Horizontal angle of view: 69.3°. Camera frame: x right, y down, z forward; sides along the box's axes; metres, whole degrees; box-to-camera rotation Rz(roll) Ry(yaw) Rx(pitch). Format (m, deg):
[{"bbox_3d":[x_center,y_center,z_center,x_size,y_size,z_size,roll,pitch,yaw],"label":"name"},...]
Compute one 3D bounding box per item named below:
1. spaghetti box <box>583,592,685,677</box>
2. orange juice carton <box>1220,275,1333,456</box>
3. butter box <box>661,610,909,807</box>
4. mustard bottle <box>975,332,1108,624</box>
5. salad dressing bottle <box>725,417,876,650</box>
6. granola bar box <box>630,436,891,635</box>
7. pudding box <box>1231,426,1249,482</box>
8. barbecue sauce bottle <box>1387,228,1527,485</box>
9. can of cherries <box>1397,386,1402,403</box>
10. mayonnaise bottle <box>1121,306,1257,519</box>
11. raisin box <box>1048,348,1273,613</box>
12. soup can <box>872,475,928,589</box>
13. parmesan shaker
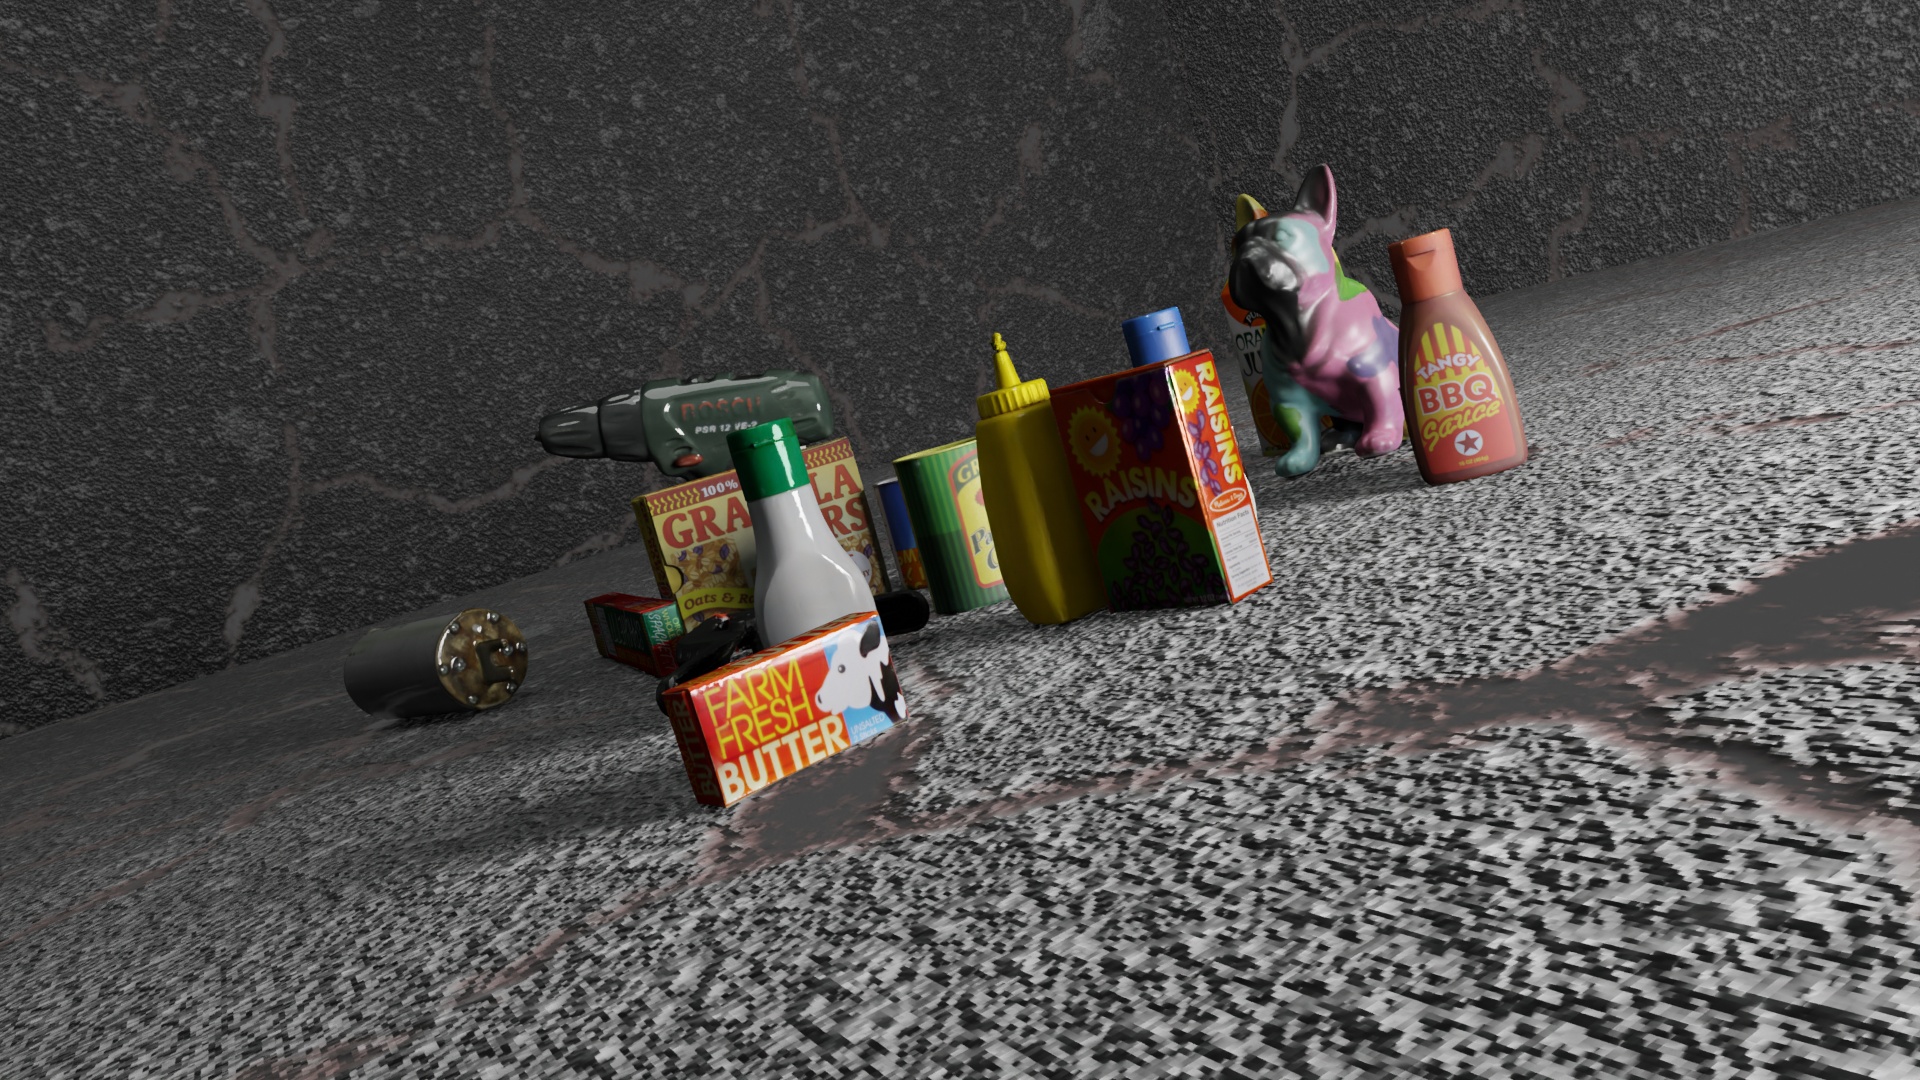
[{"bbox_3d":[-0.251,0.070,1.066,0.029,0.050,0.250,-19,7,-23],"label":"spaghetti box"},{"bbox_3d":[0.288,-0.176,1.207,0.073,0.192,0.071,-20,7,-33],"label":"orange juice carton"},{"bbox_3d":[-0.073,0.071,0.600,0.104,0.053,0.024,-21,8,-38],"label":"butter box"},{"bbox_3d":[0.041,-0.036,0.761,0.065,0.160,0.048,-20,7,-35],"label":"mustard bottle"},{"bbox_3d":[-0.087,0.009,0.746,0.064,0.147,0.044,-17,6,-6],"label":"salad dressing bottle"},{"bbox_3d":[-0.145,0.004,1.038,0.166,0.124,0.039,-19,7,-26],"label":"granola bar box"},{"bbox_3d":[0.199,-0.066,1.124,0.030,0.049,0.083,-17,6,-12],"label":"pudding box"},{"bbox_3d":[0.294,-0.111,0.839,0.065,0.148,0.044,-14,6,22],"label":"barbecue sauce bottle"},{"bbox_3d":[0.324,-0.079,0.895,0.071,0.058,0.071,-16,6,2],"label":"can of cherries"},{"bbox_3d":[0.136,-0.069,0.861,0.065,0.148,0.041,-18,6,-16],"label":"mayonnaise bottle"},{"bbox_3d":[0.100,-0.028,0.710,0.040,0.123,0.086,-21,8,-38],"label":"raisin box"},{"bbox_3d":[-0.021,-0.012,1.052,0.071,0.083,0.071,-16,6,2],"label":"soup can"},{"bbox_3d":[0.003,-0.011,0.897,0.071,0.103,0.071,-16,6,2],"label":"parmesan shaker"}]
